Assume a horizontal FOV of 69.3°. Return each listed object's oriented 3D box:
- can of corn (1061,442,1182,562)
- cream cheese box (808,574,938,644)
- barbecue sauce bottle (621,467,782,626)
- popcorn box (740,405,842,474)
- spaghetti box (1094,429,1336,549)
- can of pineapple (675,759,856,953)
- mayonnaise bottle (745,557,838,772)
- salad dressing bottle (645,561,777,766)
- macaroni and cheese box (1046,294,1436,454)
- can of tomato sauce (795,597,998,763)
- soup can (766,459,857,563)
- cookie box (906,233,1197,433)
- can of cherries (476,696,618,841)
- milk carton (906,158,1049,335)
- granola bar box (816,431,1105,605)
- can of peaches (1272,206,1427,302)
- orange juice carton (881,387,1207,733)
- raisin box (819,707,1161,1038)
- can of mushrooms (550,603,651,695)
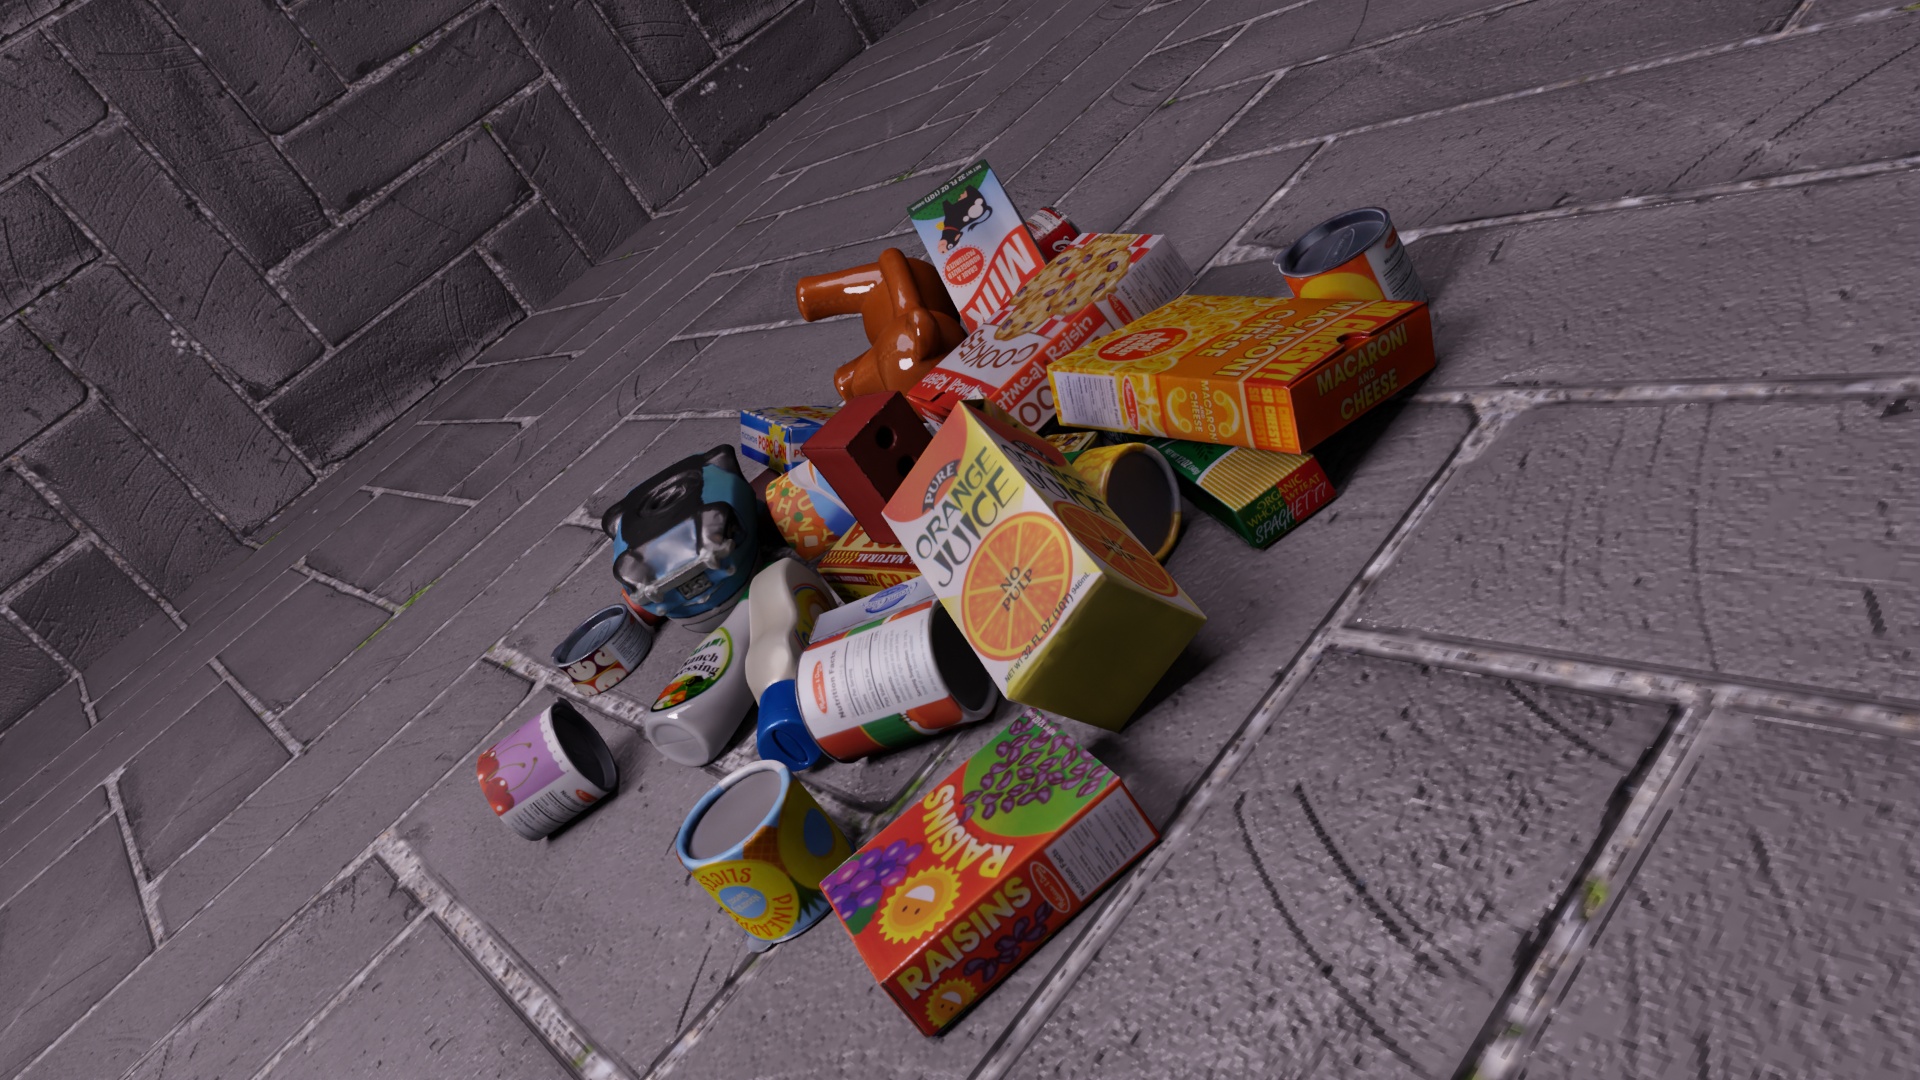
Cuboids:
[{"bbox_3d":[0.074,-0.015,0.734,0.058,0.071,0.071,-5,38,47],"label":"can of corn"},{"bbox_3d":[-0.025,0.050,0.757,0.103,0.053,0.024,-22,32,27],"label":"cream cheese box"},{"bbox_3d":[-0.187,0.005,1.051,0.149,0.043,0.065,-38,21,-6],"label":"barbecue sauce bottle"},{"bbox_3d":[-0.110,-0.077,1.060,0.085,0.038,0.127,-4,13,-25],"label":"popcorn box"},{"bbox_3d":[0.127,-0.059,0.790,0.050,0.028,0.251,-35,25,-2],"label":"spaghetti box"},{"bbox_3d":[-0.093,0.148,0.660,0.071,0.057,0.071,-28,26,15],"label":"can of pineapple"},{"bbox_3d":[-0.096,0.072,0.800,0.041,0.064,0.149,-32,28,13],"label":"mayonnaise bottle"},{"bbox_3d":[-0.142,0.074,0.872,0.064,0.044,0.148,-17,30,36],"label":"salad dressing bottle"},{"bbox_3d":[0.149,-0.095,0.752,0.124,0.040,0.166,-30,27,-33],"label":"macaroni and cheese box"},{"bbox_3d":[-0.031,0.072,0.713,0.083,0.071,0.071,-22,28,26],"label":"can of tomato sauce"},{"bbox_3d":[-0.084,-0.034,0.959,0.083,0.071,0.071,-29,25,13],"label":"soup can"},{"bbox_3d":[0.053,-0.128,0.883,0.167,0.040,0.123,-43,22,-6],"label":"cookie box"},{"bbox_3d":[-0.258,0.142,0.865,0.058,0.071,0.072,-35,24,3],"label":"can of cherries"},{"bbox_3d":[0.036,-0.179,1.013,0.072,0.073,0.191,-31,59,10],"label":"milk carton"},{"bbox_3d":[0.003,-0.011,0.847,0.165,0.039,0.125,1,43,52],"label":"granola bar box"},{"bbox_3d":[0.223,-0.147,0.794,0.071,0.058,0.071,-29,26,15],"label":"can of peaches"},{"bbox_3d":[0.027,-0.001,0.671,0.071,0.073,0.193,-54,40,16],"label":"orange juice carton"},{"bbox_3d":[0.010,0.134,0.580,0.123,0.040,0.086,-38,26,-10],"label":"raisin box"},{"bbox_3d":[-0.266,0.081,1.026,0.071,0.033,0.071,-28,26,15],"label":"can of mushrooms"}]
